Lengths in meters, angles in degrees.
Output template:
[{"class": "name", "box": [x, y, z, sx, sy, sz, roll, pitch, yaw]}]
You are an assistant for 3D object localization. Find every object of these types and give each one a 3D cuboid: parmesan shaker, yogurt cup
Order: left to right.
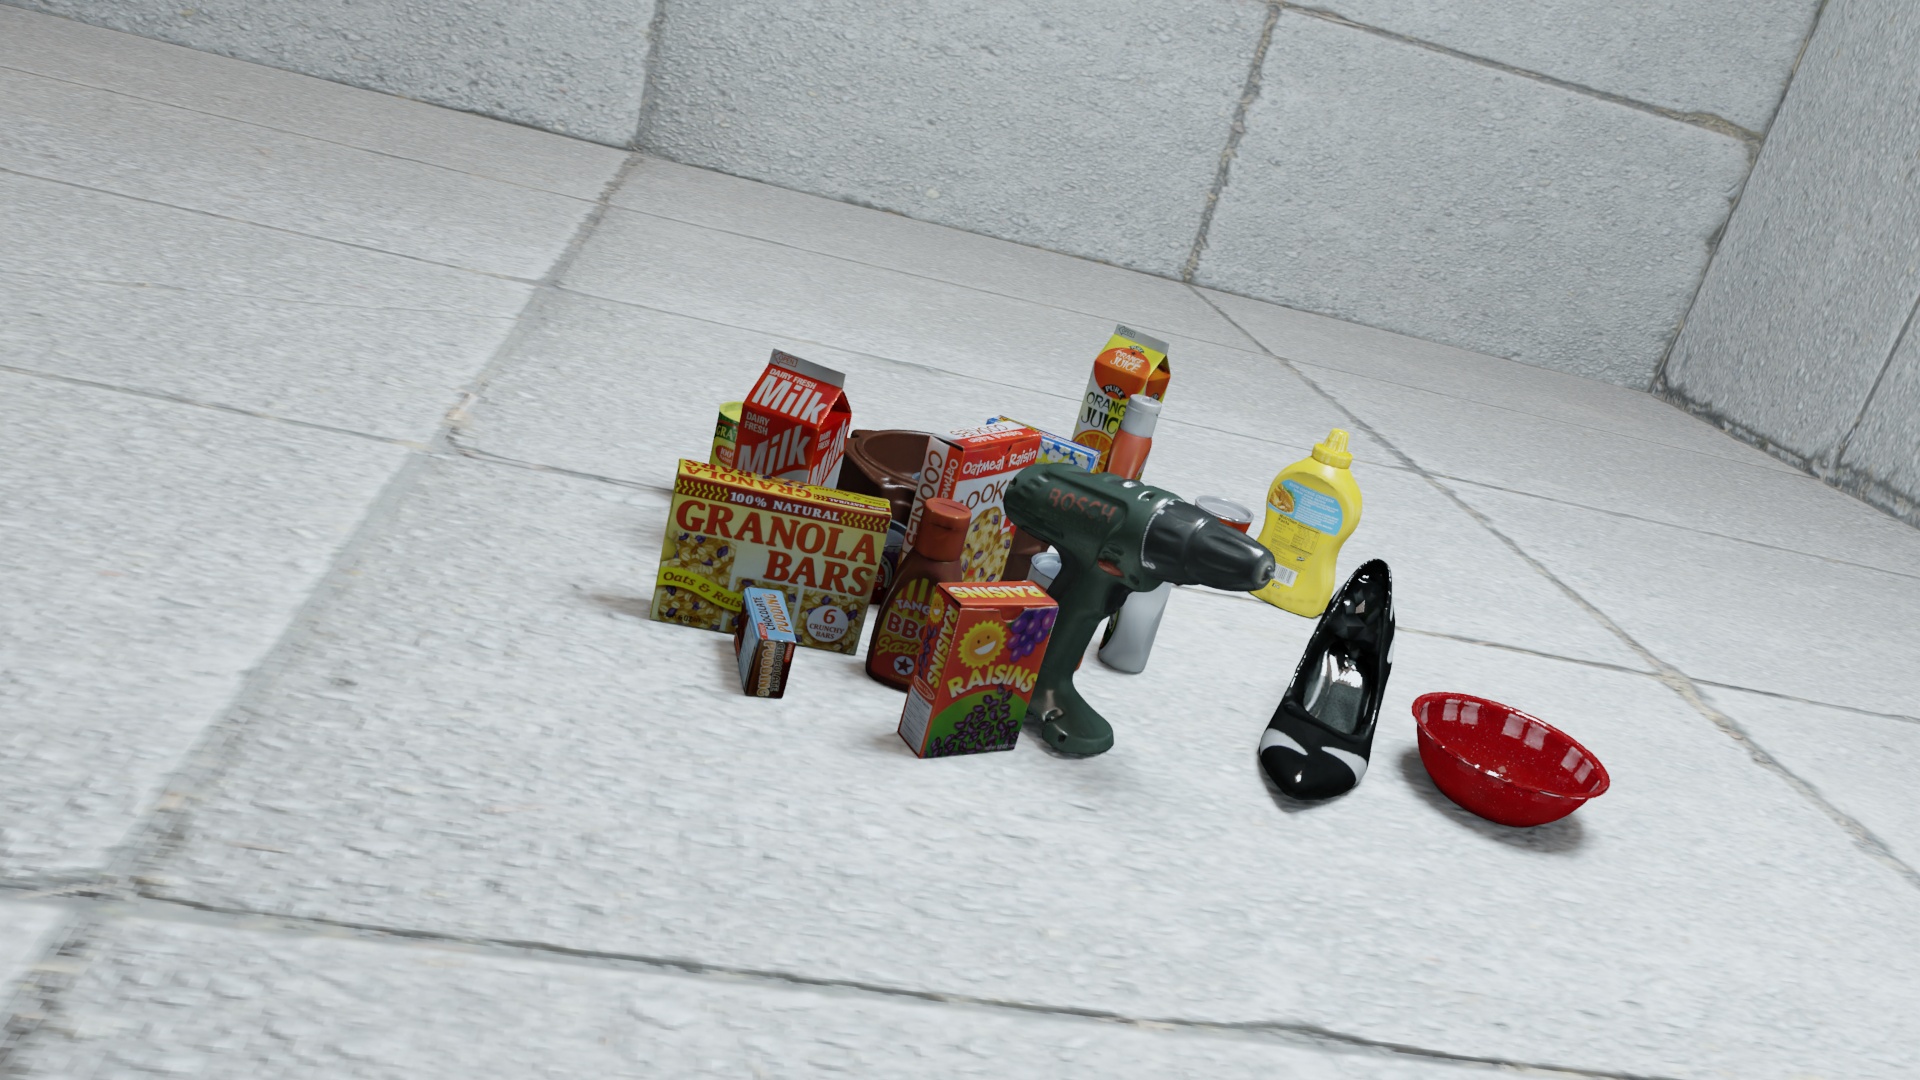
[{"class": "parmesan shaker", "box": [-0.197, -0.068, 1.283, 0.071, 0.102, 0.071, 13, 20, -5]}, {"class": "yogurt cup", "box": [0.287, -0.014, 1.551, 0.072, 0.053, 0.072, 13, 20, -5]}]

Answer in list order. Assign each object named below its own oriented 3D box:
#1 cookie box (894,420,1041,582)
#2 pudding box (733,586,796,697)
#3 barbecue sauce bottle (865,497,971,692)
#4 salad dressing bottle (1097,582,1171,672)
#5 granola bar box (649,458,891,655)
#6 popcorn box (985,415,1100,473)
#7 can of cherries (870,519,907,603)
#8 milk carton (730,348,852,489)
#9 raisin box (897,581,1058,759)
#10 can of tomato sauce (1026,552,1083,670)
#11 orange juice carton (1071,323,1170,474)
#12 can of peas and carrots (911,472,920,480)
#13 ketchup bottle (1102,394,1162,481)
[{"class": "cookie box", "box": [0.004, -0.015, 1.196, 0.040, 0.166, 0.123, 26, 23, 28]}, {"class": "pudding box", "box": [-0.146, 0.074, 1.028, 0.030, 0.049, 0.084, 8, 22, -19]}, {"class": "barbecue sauce bottle", "box": [-0.027, 0.041, 1.056, 0.065, 0.148, 0.044, 17, 20, 6]}, {"class": "salad dressing bottle", "box": [0.159, 0.039, 1.192, 0.044, 0.147, 0.064, 18, 20, 8]}, {"class": "granola bar box", "box": [-0.147, 0.014, 1.076, 0.166, 0.123, 0.039, 11, 21, -11]}, {"class": "popcorn box", "box": [0.082, -0.077, 1.525, 0.127, 0.085, 0.038, 21, 21, 16]}, {"class": "can of cherries", "box": [-0.079, 0.017, 1.211, 0.071, 0.058, 0.072, 13, 20, -5]}, {"class": "milk carton", "box": [-0.148, -0.062, 1.179, 0.072, 0.189, 0.074, 20, 21, 13]}, {"class": "raisin box", "box": [0.012, 0.091, 0.990, 0.086, 0.123, 0.040, 1, 24, -33]}, {"class": "can of tomato sauce", "box": [0.083, 0.061, 1.174, 0.071, 0.082, 0.071, 13, 20, -5]}, {"class": "orange juice carton", "box": [0.190, -0.155, 1.651, 0.072, 0.191, 0.073, 25, 22, 25]}, {"class": "can of peas and carrots", "box": [-0.022, -0.027, 1.364, 0.071, 0.058, 0.071, 13, 20, -5]}, {"class": "ketchup bottle", "box": [0.182, -0.086, 1.529, 0.043, 0.148, 0.065, 19, 21, 11]}]
